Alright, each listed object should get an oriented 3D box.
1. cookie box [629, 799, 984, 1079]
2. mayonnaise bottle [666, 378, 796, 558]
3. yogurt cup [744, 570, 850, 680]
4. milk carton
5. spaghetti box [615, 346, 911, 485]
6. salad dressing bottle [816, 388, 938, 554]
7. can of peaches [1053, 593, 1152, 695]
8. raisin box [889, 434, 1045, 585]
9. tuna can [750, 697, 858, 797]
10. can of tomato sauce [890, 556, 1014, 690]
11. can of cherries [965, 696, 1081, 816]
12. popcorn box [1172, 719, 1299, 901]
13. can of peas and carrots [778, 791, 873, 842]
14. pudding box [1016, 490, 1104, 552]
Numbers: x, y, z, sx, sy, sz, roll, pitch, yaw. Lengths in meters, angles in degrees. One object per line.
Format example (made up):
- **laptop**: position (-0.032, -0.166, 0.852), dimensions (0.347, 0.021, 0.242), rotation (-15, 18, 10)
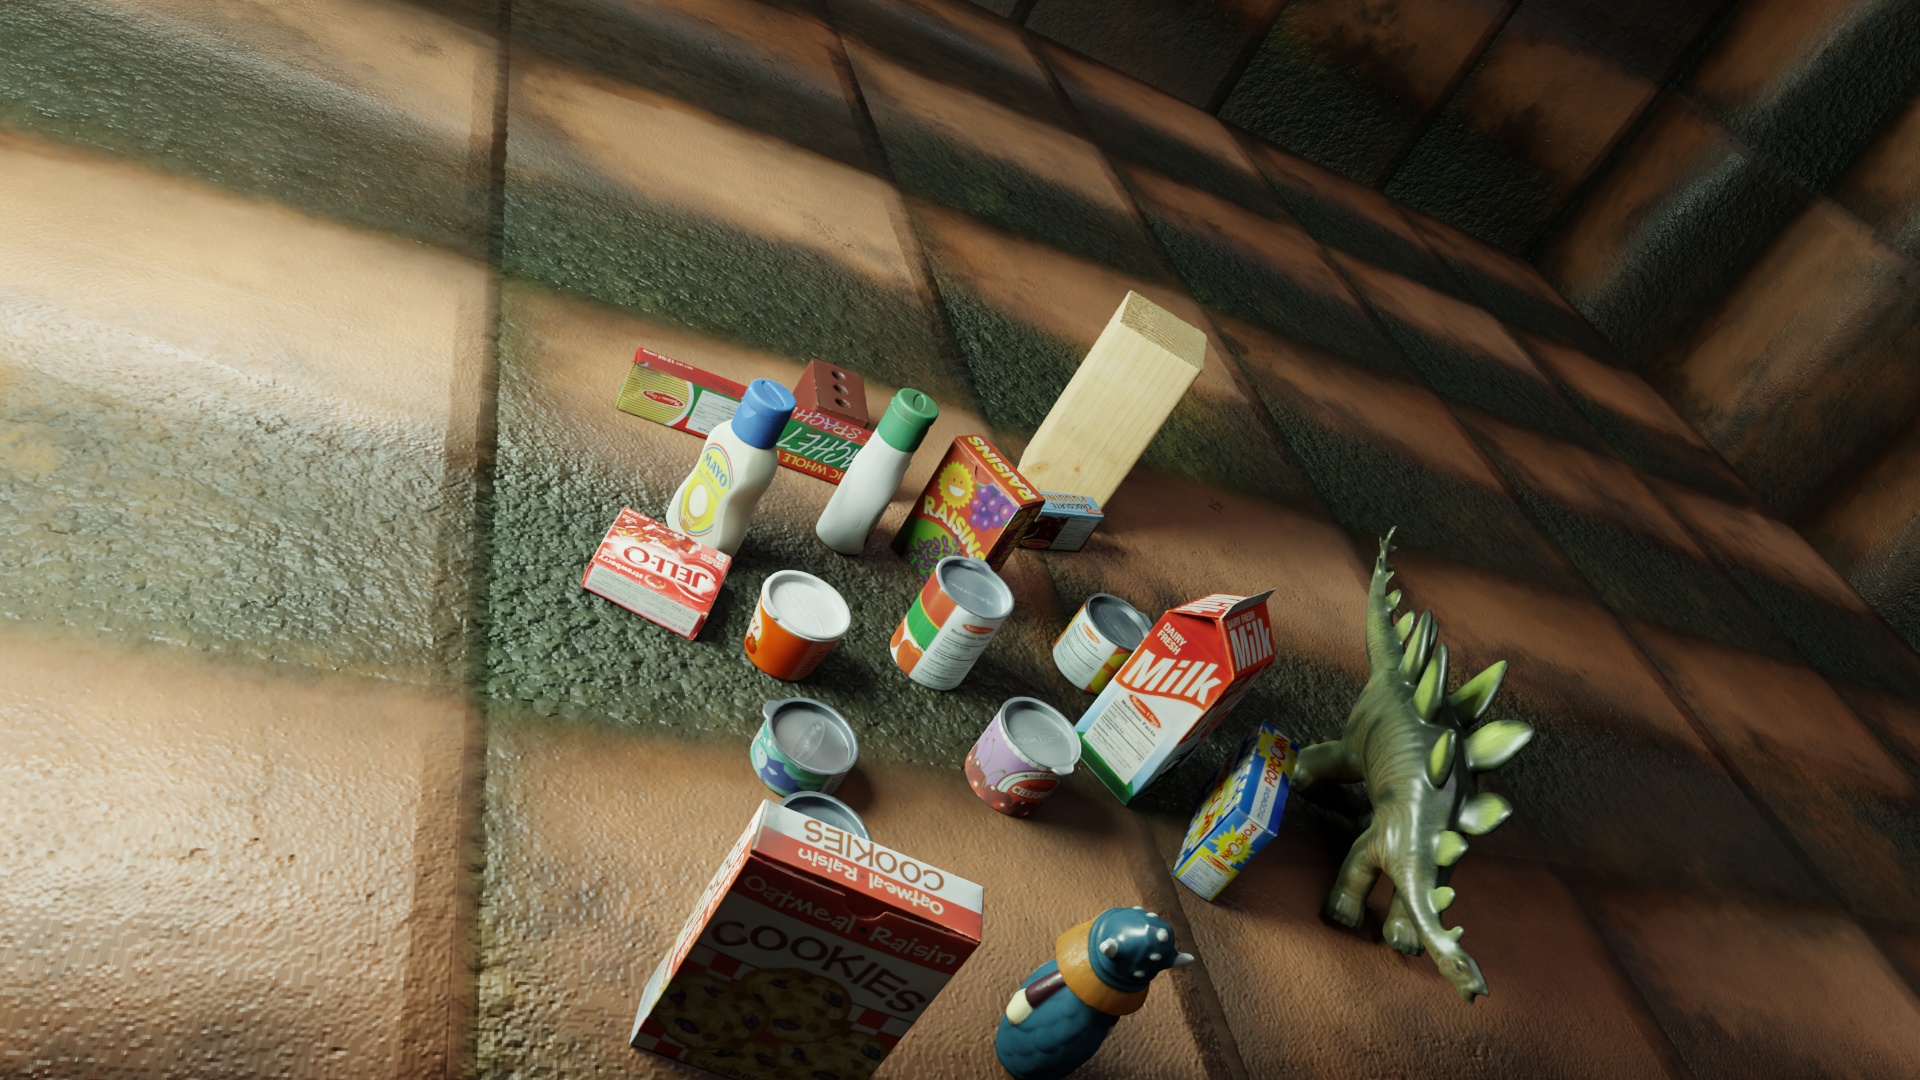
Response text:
- **cookie box**: position (-0.080, 0.218, 0.709), dimensions (0.123, 0.166, 0.040), rotation (25, 32, -13)
- **mayonnaise bottle**: position (-0.167, -0.052, 1.023), dimensions (0.041, 0.147, 0.065), rotation (-7, 49, -47)
- **yogurt cup**: position (-0.120, 0.063, 0.996), dimensions (0.072, 0.053, 0.073), rotation (23, 33, -16)
- **milk carton**: position (0.170, 0.108, 1.061), dimensions (0.073, 0.189, 0.072), rotation (47, 34, 22)
- **spaghetti box**: position (-0.164, -0.096, 1.180), dimensions (0.250, 0.050, 0.029), rotation (19, 34, -22)
- **salad dressing bottle**: position (-0.066, -0.055, 1.117), dimensions (0.044, 0.147, 0.064), rotation (27, 32, -10)
- **can of peaches**: position (0.121, 0.088, 1.172), dimensions (0.071, 0.057, 0.071), rotation (23, 33, -16)
- **raisin box**: position (0.004, -0.014, 1.147), dimensions (0.040, 0.122, 0.086), rotation (-12, 53, -50)
- **tuna can**: position (-0.106, 0.138, 0.925), dimensions (0.071, 0.032, 0.071), rotation (23, 33, -16)
- **can of tomato sauce**: position (-0.008, 0.063, 1.068), dimensions (0.071, 0.082, 0.071), rotation (23, 32, -16)
- **can of cherries**: position (0.045, 0.159, 1.006), dimensions (0.071, 0.058, 0.072), rotation (23, 33, -16)
- **popcorn box**: position (0.213, 0.206, 1.064), dimensions (0.038, 0.084, 0.127), rotation (35, 31, 4)
- **can of peas and carrots**: position (-0.092, 0.196, 0.833), dimensions (0.071, 0.058, 0.071), rotation (23, 33, -16)
- **pudding box**: position (0.088, -0.018, 1.296), dimensions (0.084, 0.049, 0.030), rotation (4, 41, -38)
